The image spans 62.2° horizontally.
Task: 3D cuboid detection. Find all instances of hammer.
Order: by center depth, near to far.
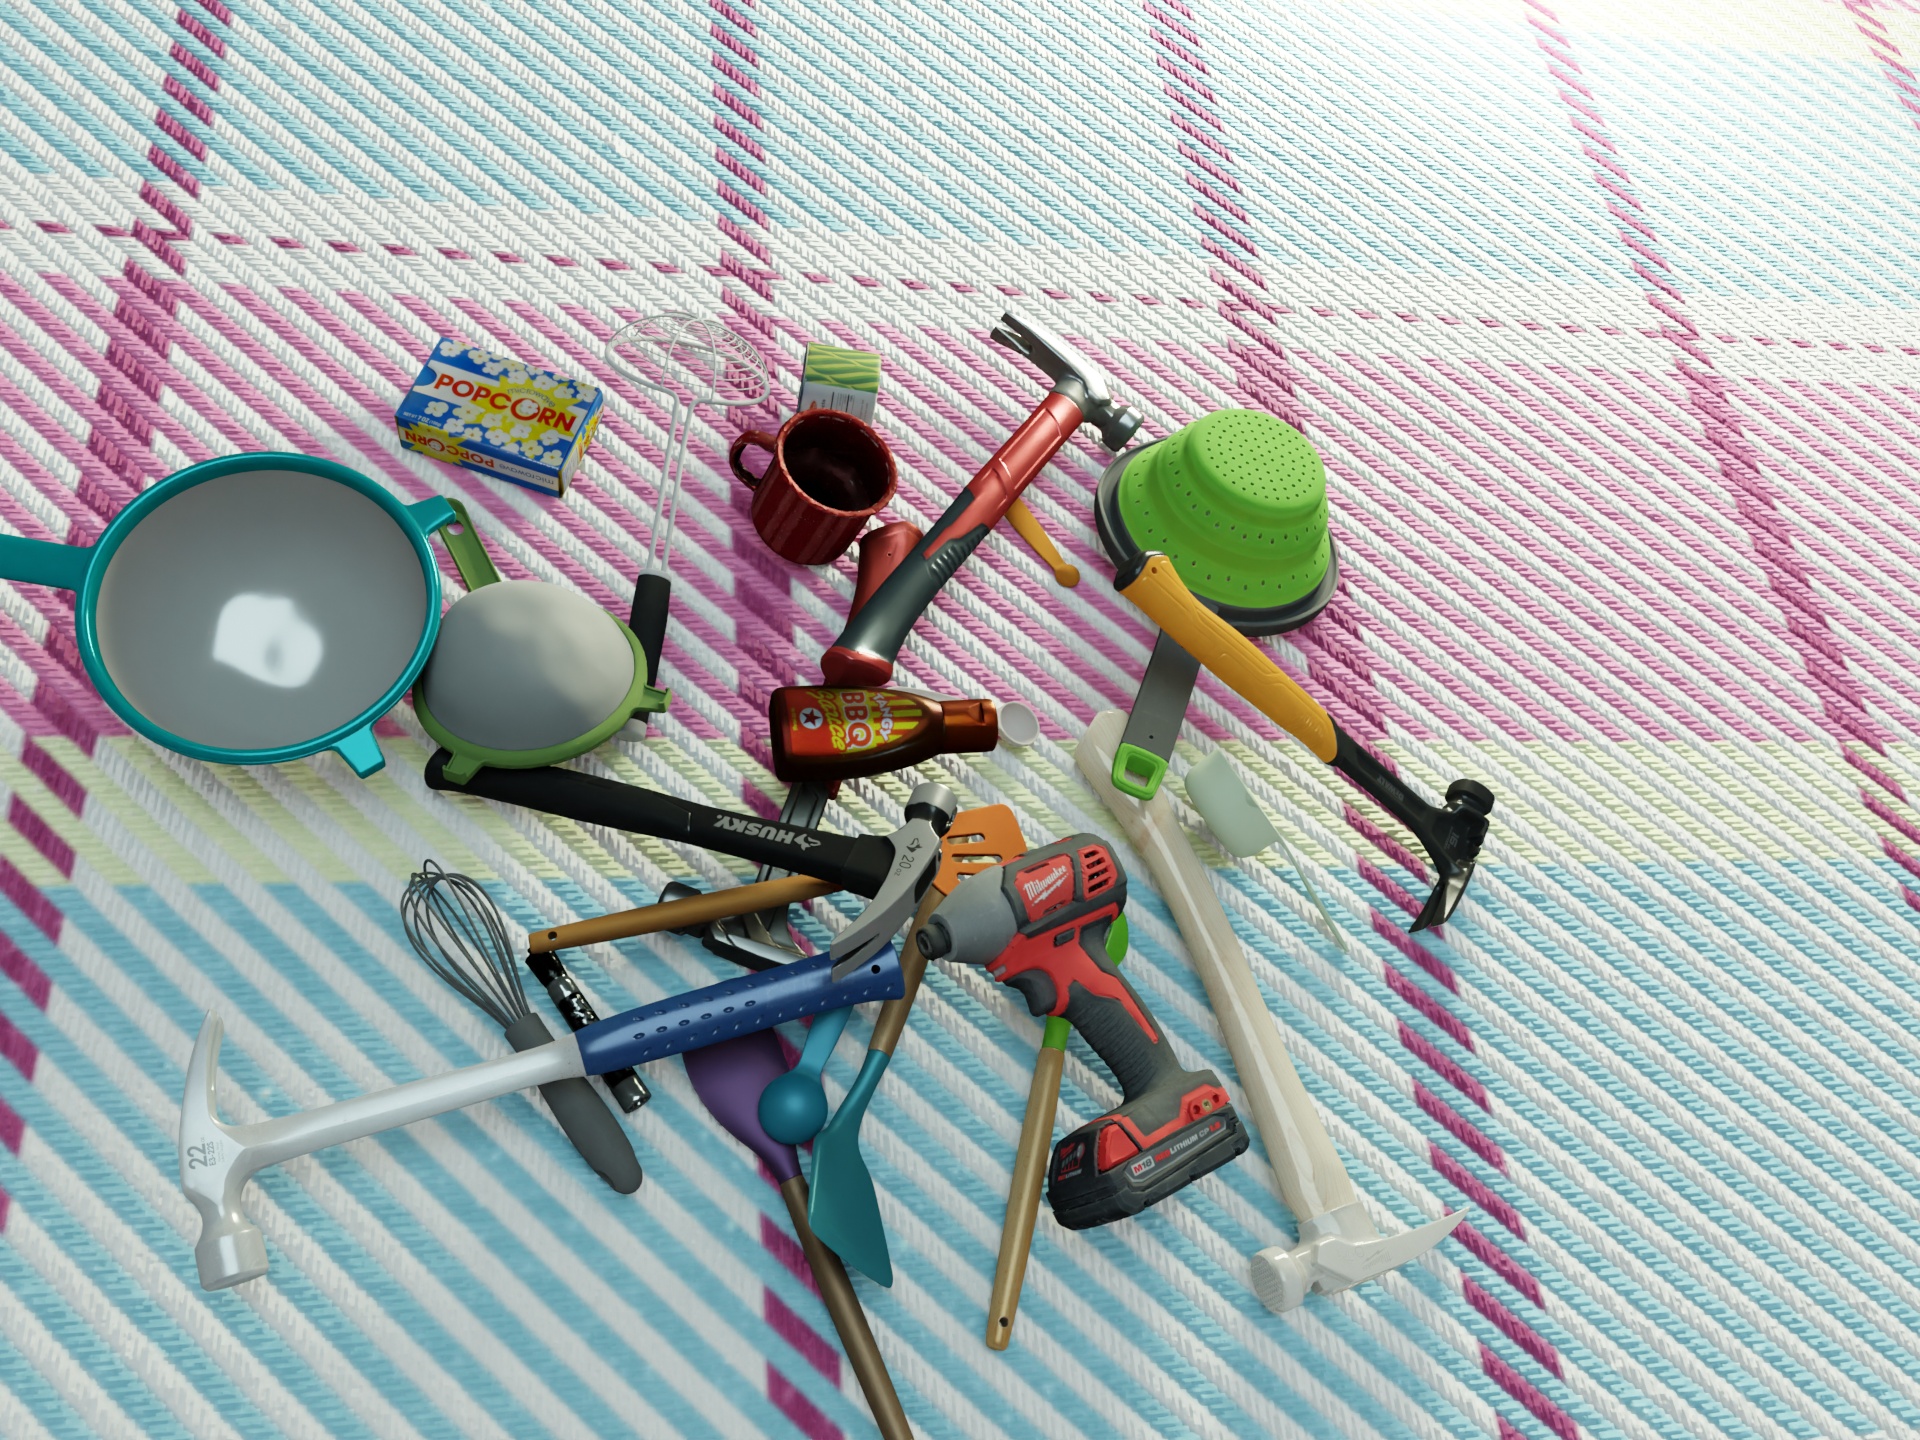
[{"bbox_3d":[-0.230,0.188,0.910,0.405,0.035,0.144,-14,74,-18],"label":"hammer"},{"bbox_3d":[-0.180,0.065,0.990,0.335,0.035,0.146,12,43,12],"label":"hammer"},{"bbox_3d":[0.185,0.169,1.060,0.146,0.038,0.411,-12,63,-21],"label":"hammer"},{"bbox_3d":[-0.079,0.009,1.095,0.149,0.036,0.359,19,58,-1],"label":"hammer"},{"bbox_3d":[0.235,0.004,1.105,0.336,0.034,0.127,39,58,-13],"label":"hammer"},{"bbox_3d":[-0.001,-0.164,1.178,0.143,0.038,0.386,39,53,-1],"label":"hammer"}]

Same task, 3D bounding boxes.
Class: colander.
[{"bbox_3d":[0.187,-0.112,1.171,0.204,0.094,0.397,24,52,0],"label":"colander"}]

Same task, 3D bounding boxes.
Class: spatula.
[{"bbox_3d":[-0.091,0.295,0.933,0.059,0.018,0.316,-18,64,-22],"label":"spatula"},{"bbox_3d":[-0.033,0.187,0.994,0.082,0.044,0.318,49,46,-34],"label":"spatula"},{"bbox_3d":[-0.105,0.110,0.999,0.322,0.041,0.081,-10,65,-13],"label":"spatula"}]

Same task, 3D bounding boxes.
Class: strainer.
[{"bbox_3d":[-0.499,-0.070,1.009,0.340,0.095,0.211,10,68,-6],"label":"strainer"},{"bbox_3d":[-0.306,-0.082,1.052,0.151,0.069,0.257,-21,55,-21],"label":"strainer"}]

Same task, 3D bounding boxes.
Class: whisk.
[{"bbox_3d":[-0.260,0.180,0.946,0.055,0.055,0.239,-32,76,-27],"label":"whisk"}]

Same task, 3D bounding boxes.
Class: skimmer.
[{"bbox_3d":[-0.217,-0.148,1.162,0.127,0.090,0.363,11,68,-15],"label":"skimmer"}]

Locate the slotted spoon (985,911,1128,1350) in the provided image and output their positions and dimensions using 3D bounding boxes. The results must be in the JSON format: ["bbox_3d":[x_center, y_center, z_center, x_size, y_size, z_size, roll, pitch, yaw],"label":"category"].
[{"bbox_3d":[0.055,0.233,0.999,0.070,0.031,0.314,18,59,-6],"label":"slotted spoon"}]

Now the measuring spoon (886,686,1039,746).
[{"bbox_3d":[-0.002,-0.004,1.115,0.124,0.018,0.034,12,59,-24],"label":"measuring spoon"}]

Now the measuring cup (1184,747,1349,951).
[{"bbox_3d":[0.211,0.098,1.103,0.038,0.083,0.167,-33,89,8],"label":"measuring cup"}]

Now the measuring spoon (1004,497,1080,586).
[{"bbox_3d":[0.056,-0.150,1.234,0.021,0.011,0.117,-27,69,-25],"label":"measuring spoon"}]

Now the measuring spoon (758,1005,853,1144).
[{"bbox_3d":[-0.084,0.193,0.963,0.042,0.021,0.129,22,66,0],"label":"measuring spoon"}]

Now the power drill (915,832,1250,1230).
[{"bbox_3d":[0.069,0.186,0.967,0.143,0.078,0.220,-17,75,-32],"label":"power drill"}]
